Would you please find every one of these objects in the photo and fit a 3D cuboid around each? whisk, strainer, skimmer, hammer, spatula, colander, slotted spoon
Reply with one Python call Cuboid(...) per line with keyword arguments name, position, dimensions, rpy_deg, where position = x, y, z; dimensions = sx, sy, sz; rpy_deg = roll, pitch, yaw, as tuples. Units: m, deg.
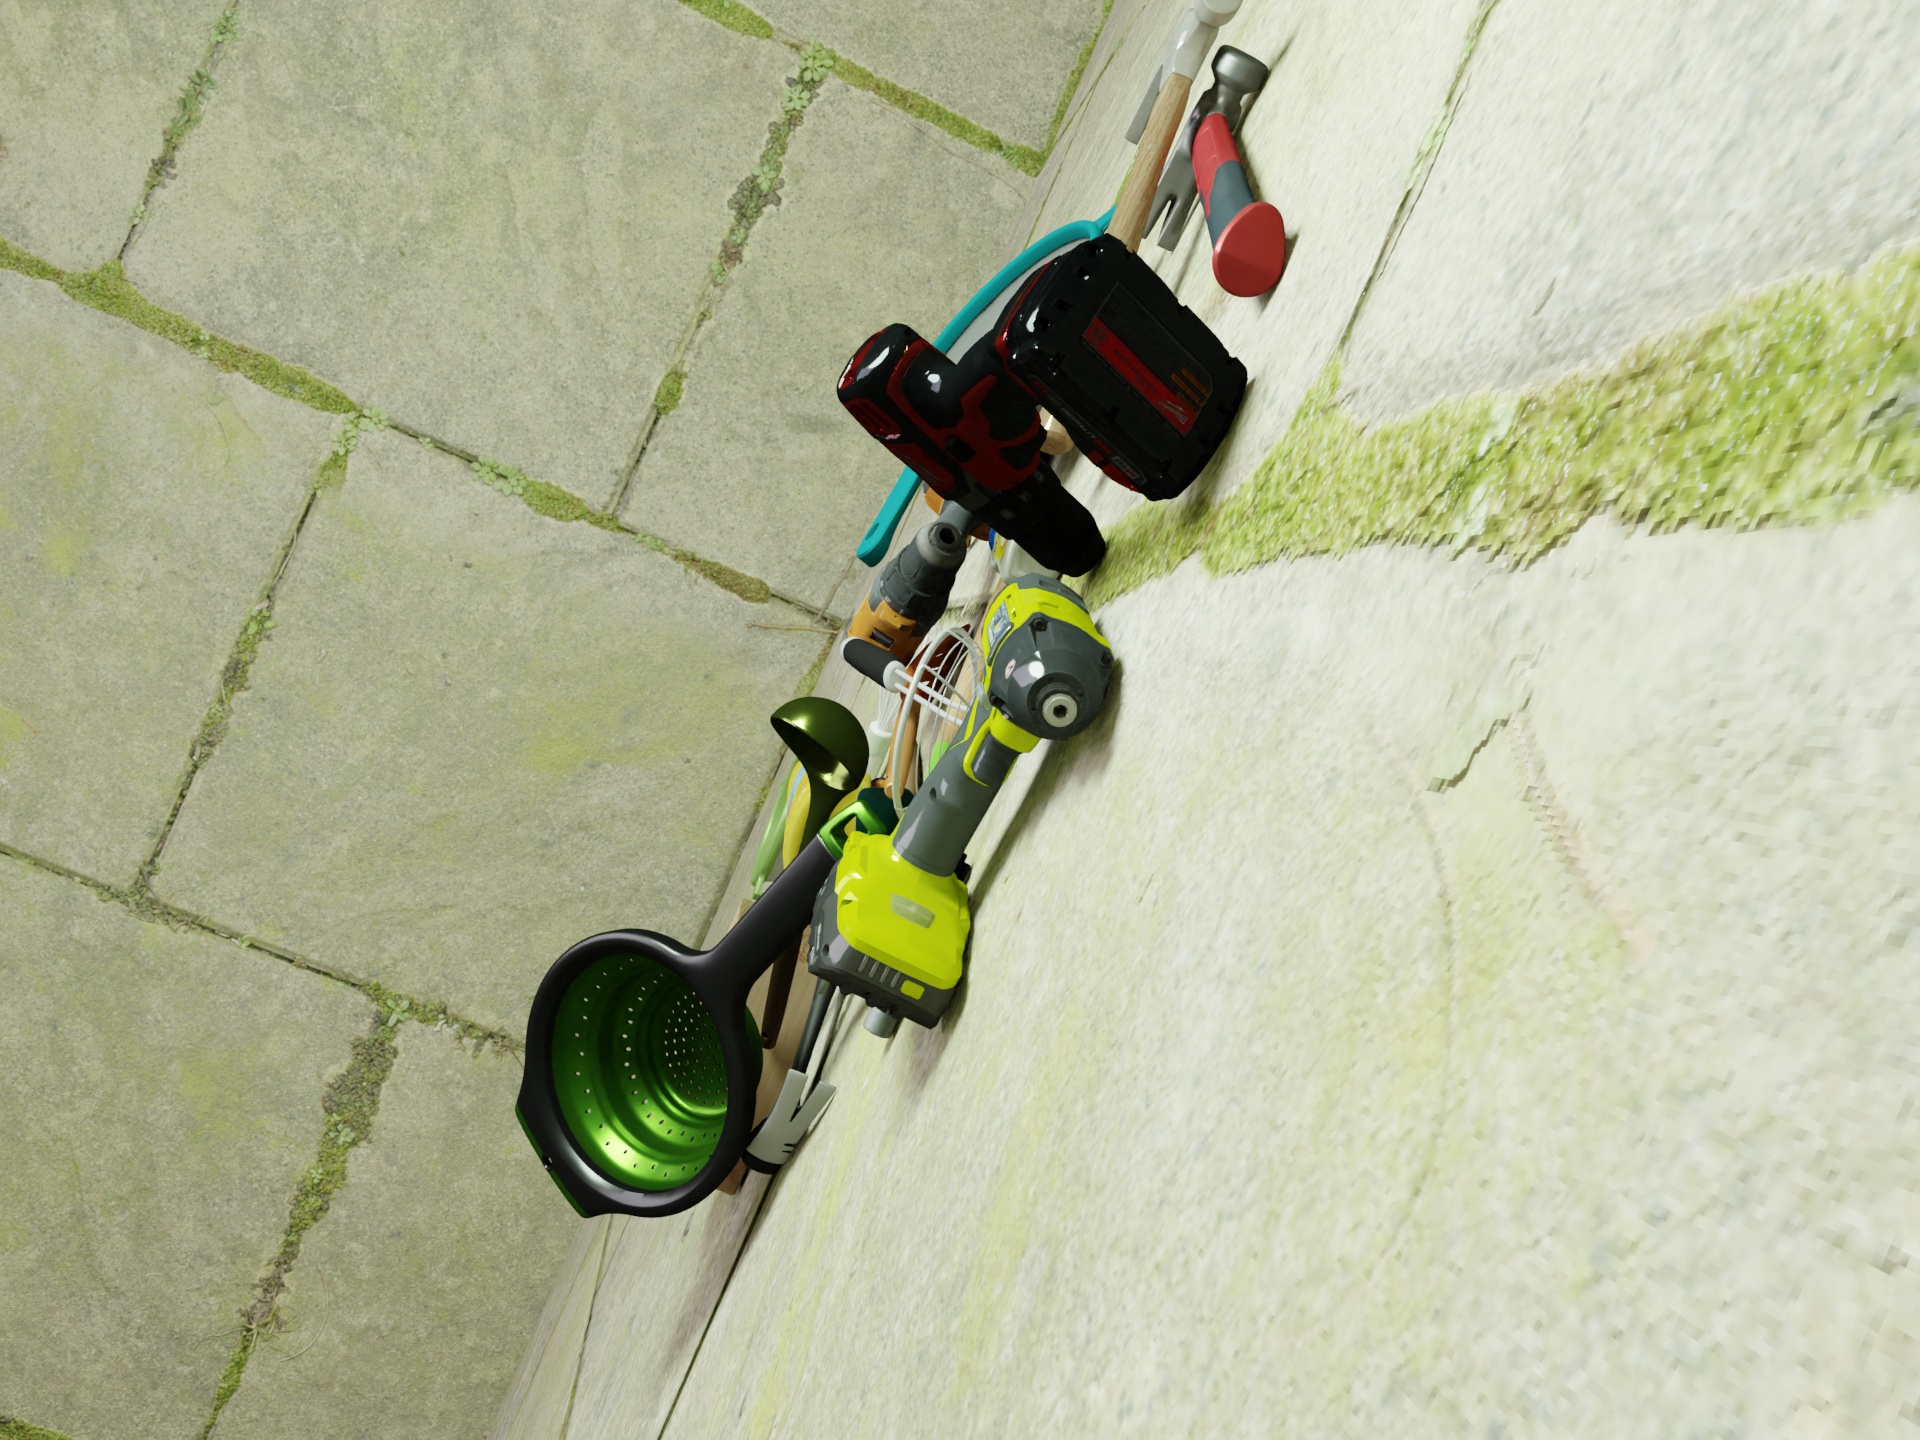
Cuboid(name="whisk", position=(-0.070, 0.002, 1.482), dimensions=(0.059, 0.057, 0.246), rpy_deg=(-94, 23, -55))
Cuboid(name="strainer", position=(-0.169, 0.105, 1.724), dimensions=(0.256, 0.069, 0.151), rpy_deg=(-118, 50, -80))
Cuboid(name="skimmer", position=(-0.054, -0.022, 1.089), dimensions=(0.363, 0.090, 0.127), rpy_deg=(-147, 64, -67))
Cuboid(name="hammer", position=(0.111, -0.331, 1.074), dimensions=(0.130, 0.031, 0.331), rpy_deg=(142, 148, -76))
Cuboid(name="spatula", position=(-0.030, -0.003, 1.214), dimensions=(0.081, 0.041, 0.323), rpy_deg=(-62, 7, 19))
Cuboid(name="hammer", position=(-0.091, 0.168, 1.200), dimensions=(0.127, 0.034, 0.337), rpy_deg=(121, 169, -45))
Cuboid(name="colander", position=(-0.162, 0.194, 1.132), dimensions=(0.397, 0.205, 0.094), rpy_deg=(-47, -20, 23))
Cuboid(name="strainer", position=(0.029, -0.225, 1.198), dimensions=(0.211, 0.095, 0.340), rpy_deg=(-15, 42, 53))
Cuboid(name="slotted spoon", position=(-0.002, -0.004, 1.138), dimensions=(0.070, 0.031, 0.314), rpy_deg=(93, -164, -60))
Cuboid(name="spatula", position=(-0.051, 0.053, 1.219), dimensions=(0.318, 0.044, 0.082), rpy_deg=(-94, 5, -77))
Cuboid(name="hammer", position=(0.154, -0.315, 0.982), dimensions=(0.387, 0.038, 0.143), rpy_deg=(-81, 15, -59))

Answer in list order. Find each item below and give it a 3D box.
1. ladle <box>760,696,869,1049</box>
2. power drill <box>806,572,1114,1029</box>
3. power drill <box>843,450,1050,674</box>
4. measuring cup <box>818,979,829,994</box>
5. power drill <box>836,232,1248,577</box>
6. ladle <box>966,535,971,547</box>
Cuboid(name="ladle", position=(-0.123, 0.122, 1.154), dimensions=(0.062, 0.078, 0.320), rpy_deg=(-25, -42, -48))
Cuboid(name="power drill", position=(0.004, 0.040, 0.833), dimensions=(0.223, 0.080, 0.171), rpy_deg=(-61, 10, 15))
Cuboid(name="power drill", position=(-0.007, -0.156, 1.294), dimensions=(0.226, 0.084, 0.185), rpy_deg=(-60, 4, -32))
Cuboid(name="measuring cup", position=(-0.056, 0.147, 1.041), dimensions=(0.167, 0.038, 0.083), rpy_deg=(121, 169, -51))
Cuboid(name="power drill", position=(0.050, -0.152, 0.853), dimensions=(0.080, 0.187, 0.227), rpy_deg=(-58, 24, -18))
Cuboid(name="ladle", position=(-0.006, -0.231, 1.468), dimensions=(0.069, 0.031, 0.315), rpy_deg=(-62, -13, -16))
